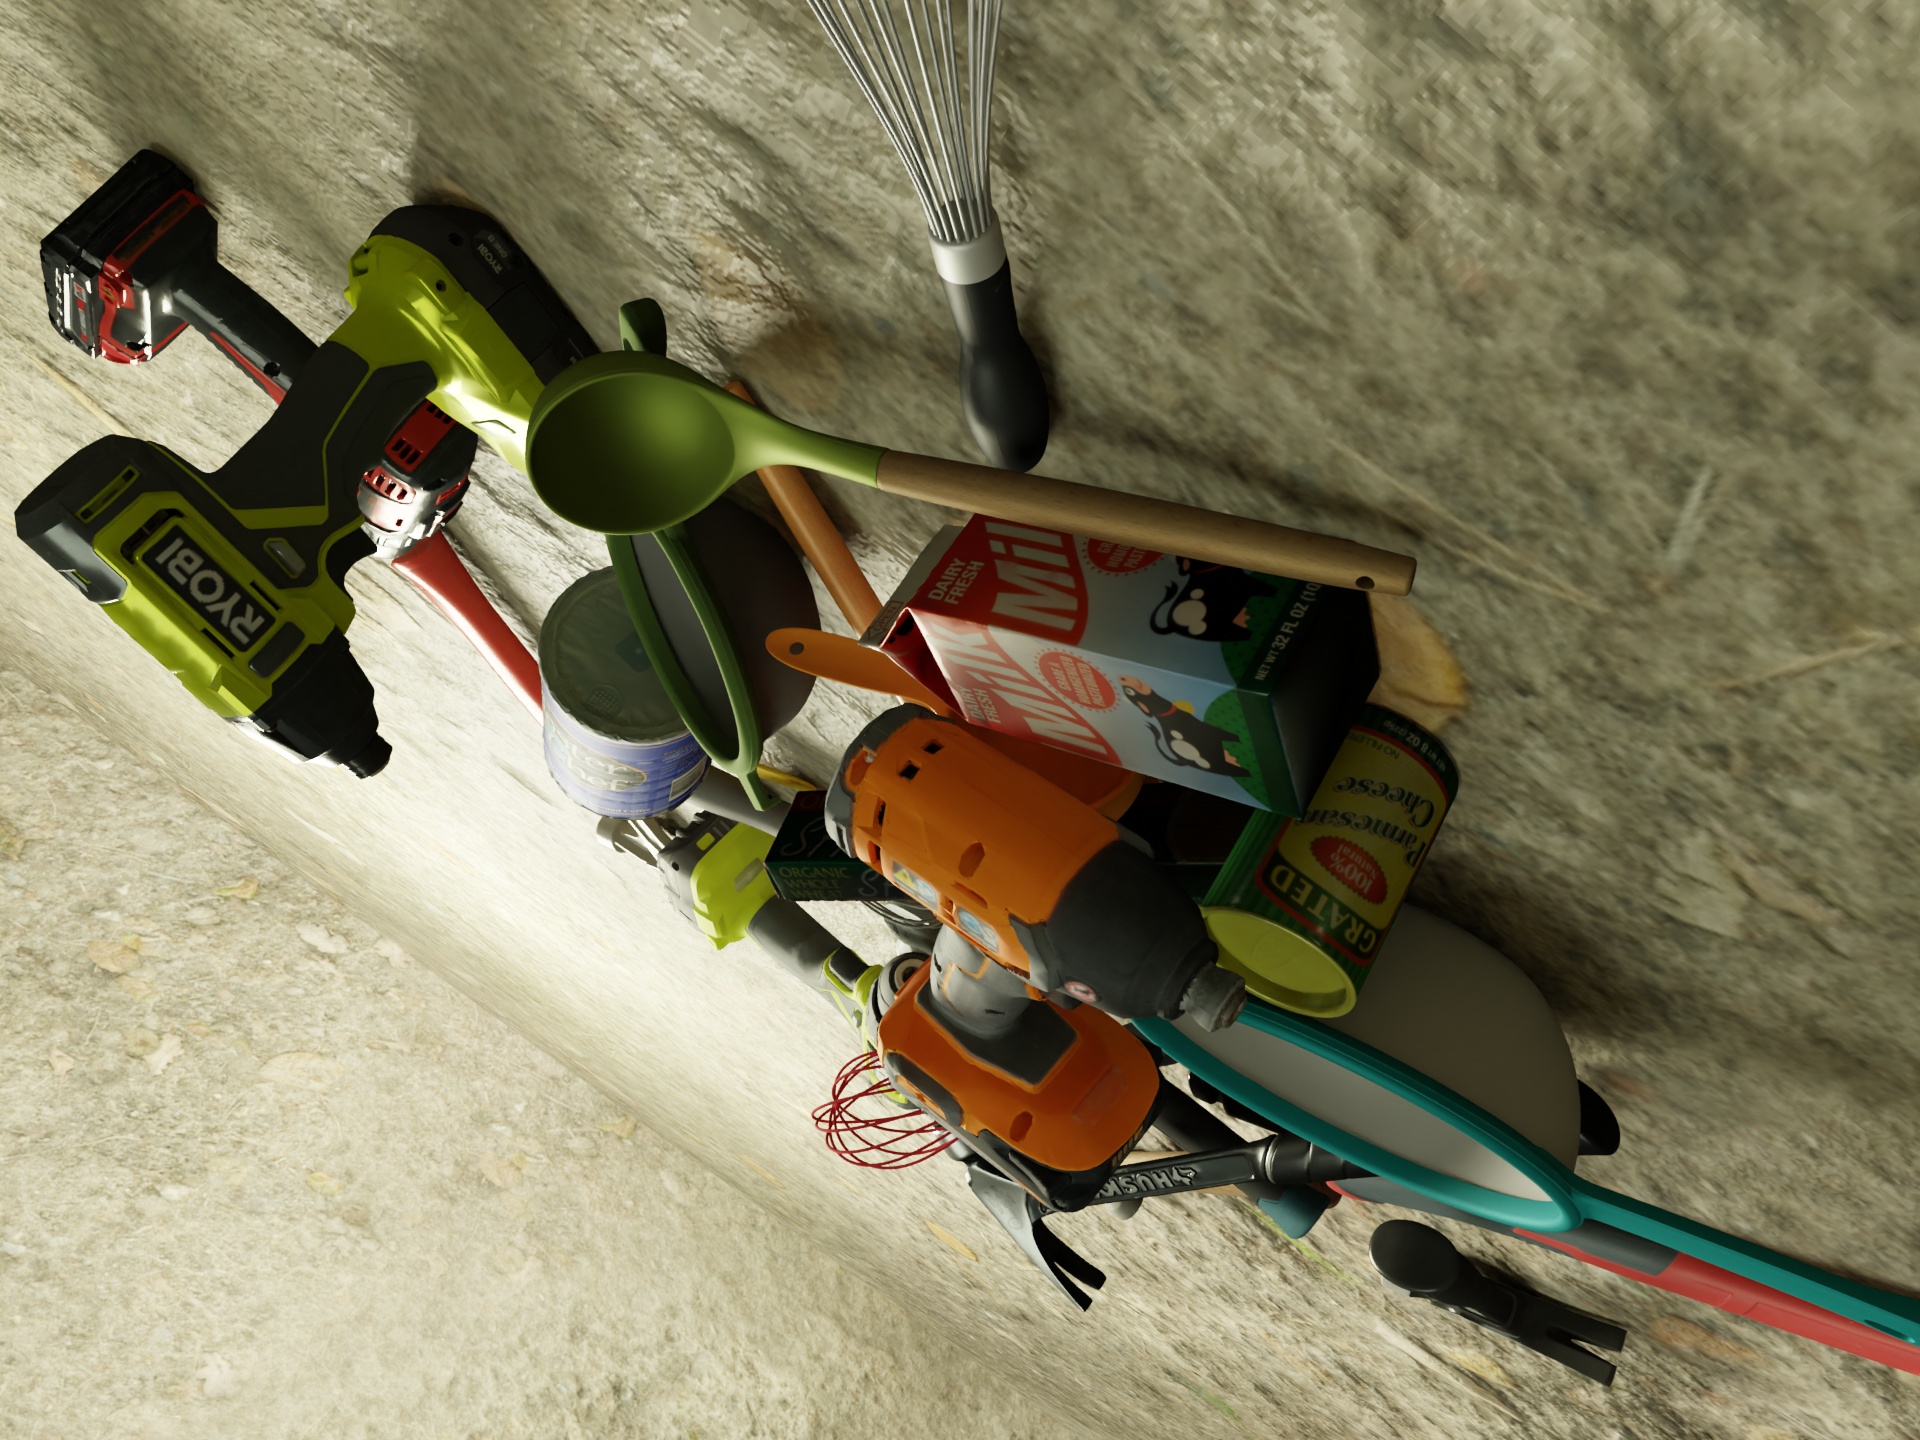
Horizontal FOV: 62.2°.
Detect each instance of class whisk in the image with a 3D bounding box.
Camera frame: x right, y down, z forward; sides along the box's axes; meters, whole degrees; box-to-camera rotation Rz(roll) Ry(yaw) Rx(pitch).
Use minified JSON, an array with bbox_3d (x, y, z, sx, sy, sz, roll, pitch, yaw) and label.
[{"bbox_3d":[0.027,0.203,0.898,0.296,0.073,0.073,-23,121,35],"label":"whisk"},{"bbox_3d":[-0.004,-0.164,0.466,0.070,0.070,0.284,23,157,24],"label":"whisk"},{"bbox_3d":[-0.102,0.067,0.979,0.239,0.055,0.055,22,152,19],"label":"whisk"}]

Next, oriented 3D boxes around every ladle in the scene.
[{"bbox_3d":[-0.007,-0.074,0.552,0.320,0.062,0.078,14,146,18],"label":"ladle"}]

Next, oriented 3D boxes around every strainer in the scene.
[{"bbox_3d":[-0.107,-0.087,0.713,0.152,0.069,0.256,52,155,31],"label":"strainer"},{"bbox_3d":[0.232,0.146,0.661,0.341,0.095,0.210,16,159,37],"label":"strainer"}]

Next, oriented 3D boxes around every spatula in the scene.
[{"bbox_3d":[-0.017,-0.023,0.745,0.322,0.041,0.081,59,-178,-28],"label":"spatula"}]

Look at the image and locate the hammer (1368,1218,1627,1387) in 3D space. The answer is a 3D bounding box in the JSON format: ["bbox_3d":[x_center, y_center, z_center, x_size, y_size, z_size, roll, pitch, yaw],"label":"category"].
[{"bbox_3d":[0.281,0.313,0.874,0.146,0.035,0.334,16,165,30],"label":"hammer"}]

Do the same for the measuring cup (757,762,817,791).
[{"bbox_3d":[-0.159,0.006,0.999,0.156,0.029,0.062,22,161,1],"label":"measuring cup"}]

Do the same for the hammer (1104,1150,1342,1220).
[{"bbox_3d":[0.157,0.325,1.153,0.130,0.031,0.331,41,154,-13],"label":"hammer"}]

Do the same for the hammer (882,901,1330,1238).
[{"bbox_3d":[0.080,0.202,0.975,0.331,0.033,0.128,34,156,25],"label":"hammer"}]

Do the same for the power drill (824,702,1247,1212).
[{"bbox_3d":[0.033,0.107,0.625,0.164,0.084,0.226,32,151,25],"label":"power drill"}]

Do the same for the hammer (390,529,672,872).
[{"bbox_3d":[-0.274,0.002,1.112,0.149,0.037,0.358,16,150,34],"label":"hammer"}]

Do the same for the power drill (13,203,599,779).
[{"bbox_3d":[-0.255,-0.098,0.687,0.080,0.223,0.171,7,143,46],"label":"power drill"}]

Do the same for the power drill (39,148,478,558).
[{"bbox_3d":[-0.375,-0.180,0.874,0.226,0.080,0.188,39,155,-15],"label":"power drill"}]

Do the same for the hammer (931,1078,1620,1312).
[{"bbox_3d":[0.159,0.247,0.868,0.409,0.036,0.149,-24,102,43],"label":"hammer"}]

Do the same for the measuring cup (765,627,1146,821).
[{"bbox_3d":[-0.001,-0.002,0.687,0.174,0.095,0.052,17,159,15],"label":"measuring cup"}]

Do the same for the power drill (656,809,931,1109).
[{"bbox_3d":[-0.090,0.147,1.040,0.229,0.080,0.190,39,157,17],"label":"power drill"}]

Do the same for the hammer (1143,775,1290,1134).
[{"bbox_3d":[0.136,0.128,0.828,0.127,0.034,0.336,15,148,38],"label":"hammer"}]

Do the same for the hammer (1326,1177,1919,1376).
[{"bbox_3d":[0.351,0.265,0.801,0.386,0.038,0.143,7,142,45],"label":"hammer"}]
